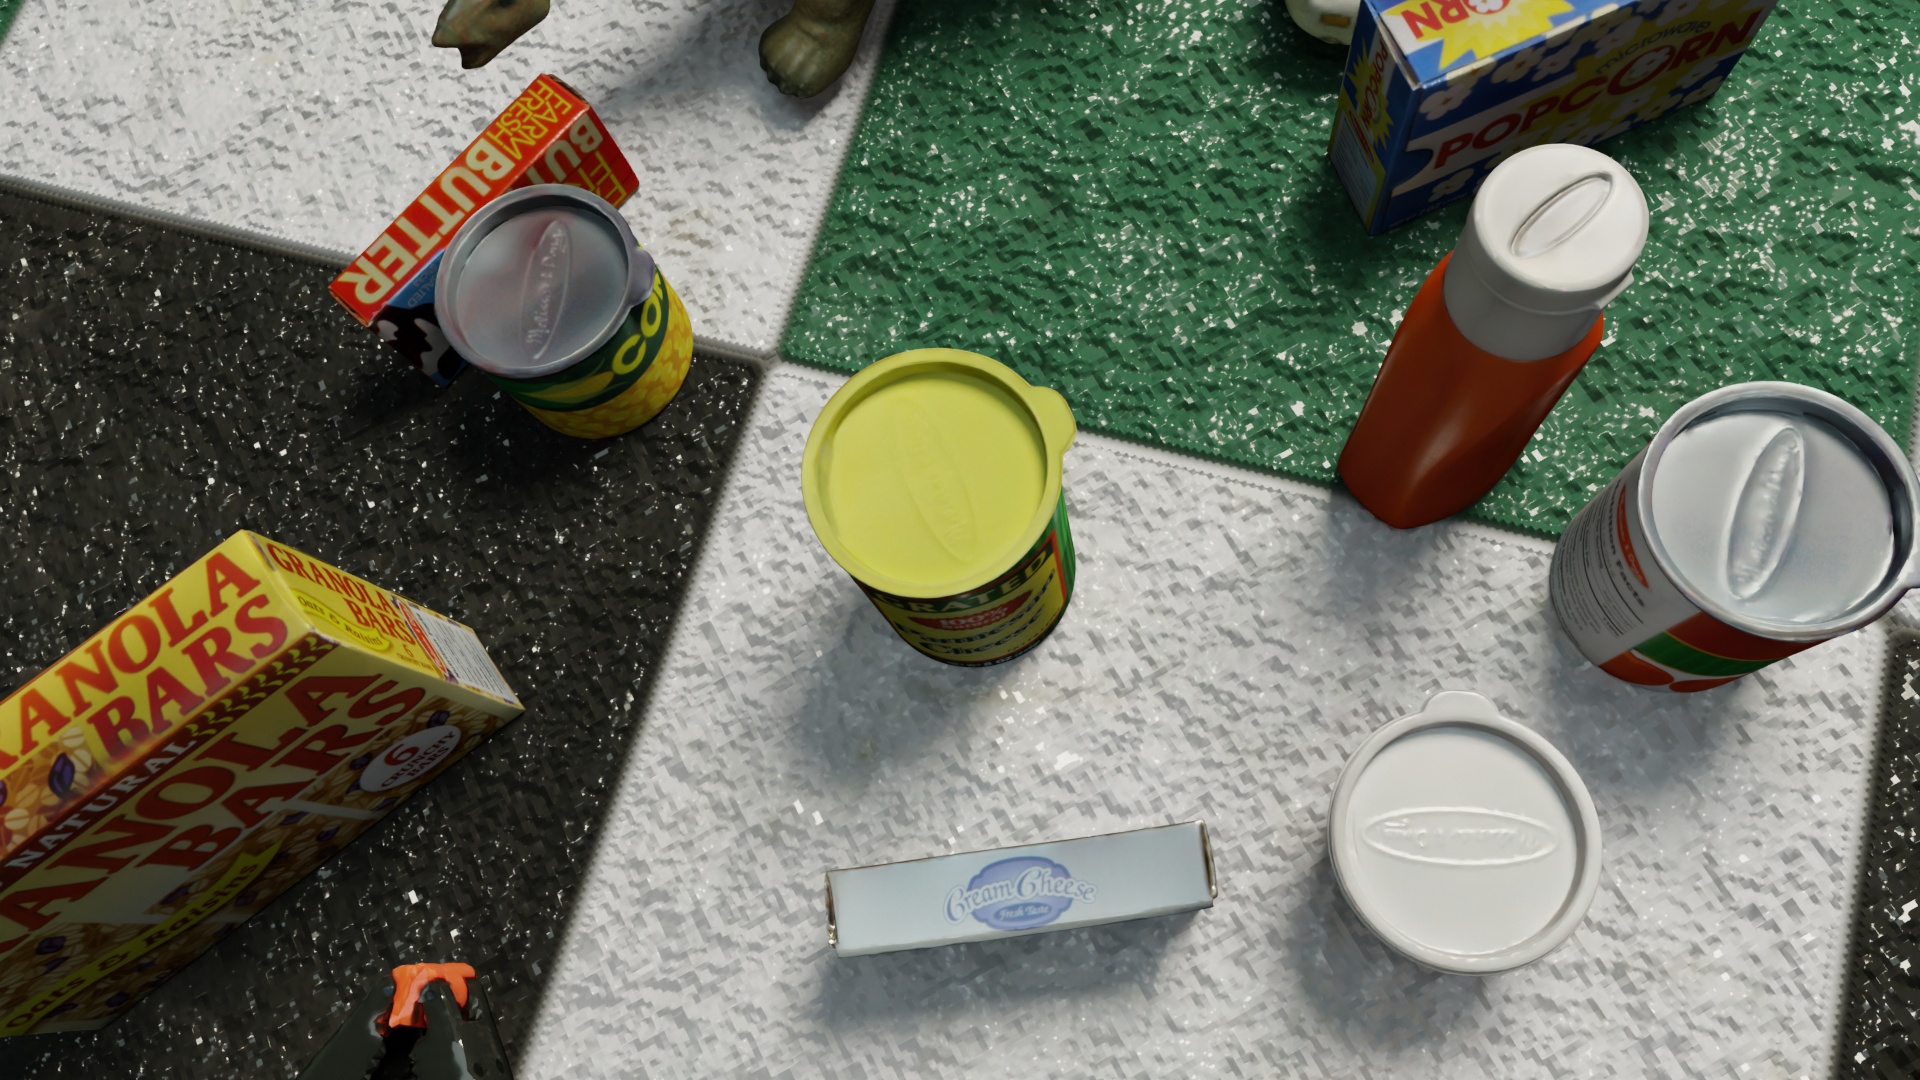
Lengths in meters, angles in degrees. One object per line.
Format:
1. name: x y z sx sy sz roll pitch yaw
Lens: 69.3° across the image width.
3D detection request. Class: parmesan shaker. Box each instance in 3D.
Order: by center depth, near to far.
1. parmesan shaker: 0.001 -0.005 0.396 0.071 0.103 0.071 -2 74 7

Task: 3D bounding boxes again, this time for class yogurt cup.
1. yogurt cup: 0.132 0.083 0.379 0.072 0.054 0.072 -2 74 7

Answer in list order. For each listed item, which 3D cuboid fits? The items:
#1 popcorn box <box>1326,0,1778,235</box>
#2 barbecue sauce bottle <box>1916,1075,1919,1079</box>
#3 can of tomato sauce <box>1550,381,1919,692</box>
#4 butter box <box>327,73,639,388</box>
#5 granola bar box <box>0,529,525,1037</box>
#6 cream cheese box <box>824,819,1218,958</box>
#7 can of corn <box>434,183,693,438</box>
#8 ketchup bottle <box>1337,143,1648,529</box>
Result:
1. popcorn box: 0.182 -0.151 0.425 0.127 0.085 0.038 -23 72 1
2. barbecue sauce bottle: 0.257 0.149 0.293 0.044 0.148 0.065 6 75 9
3. can of tomato sauce: 0.207 0.003 0.377 0.071 0.083 0.071 -2 74 7
4. butter box: -0.159 -0.105 0.473 0.024 0.053 0.103 39 82 16
5. granola bar box: -0.224 0.074 0.391 0.166 0.124 0.039 -37 73 -4
6. cream cheese box: 0.018 0.098 0.389 0.104 0.053 0.024 -9 73 5
7. can of corn: -0.125 -0.073 0.456 0.071 0.058 0.071 -2 74 7
8. ketchup bottle: 0.139 -0.049 0.367 0.065 0.148 0.043 -39 73 -4
